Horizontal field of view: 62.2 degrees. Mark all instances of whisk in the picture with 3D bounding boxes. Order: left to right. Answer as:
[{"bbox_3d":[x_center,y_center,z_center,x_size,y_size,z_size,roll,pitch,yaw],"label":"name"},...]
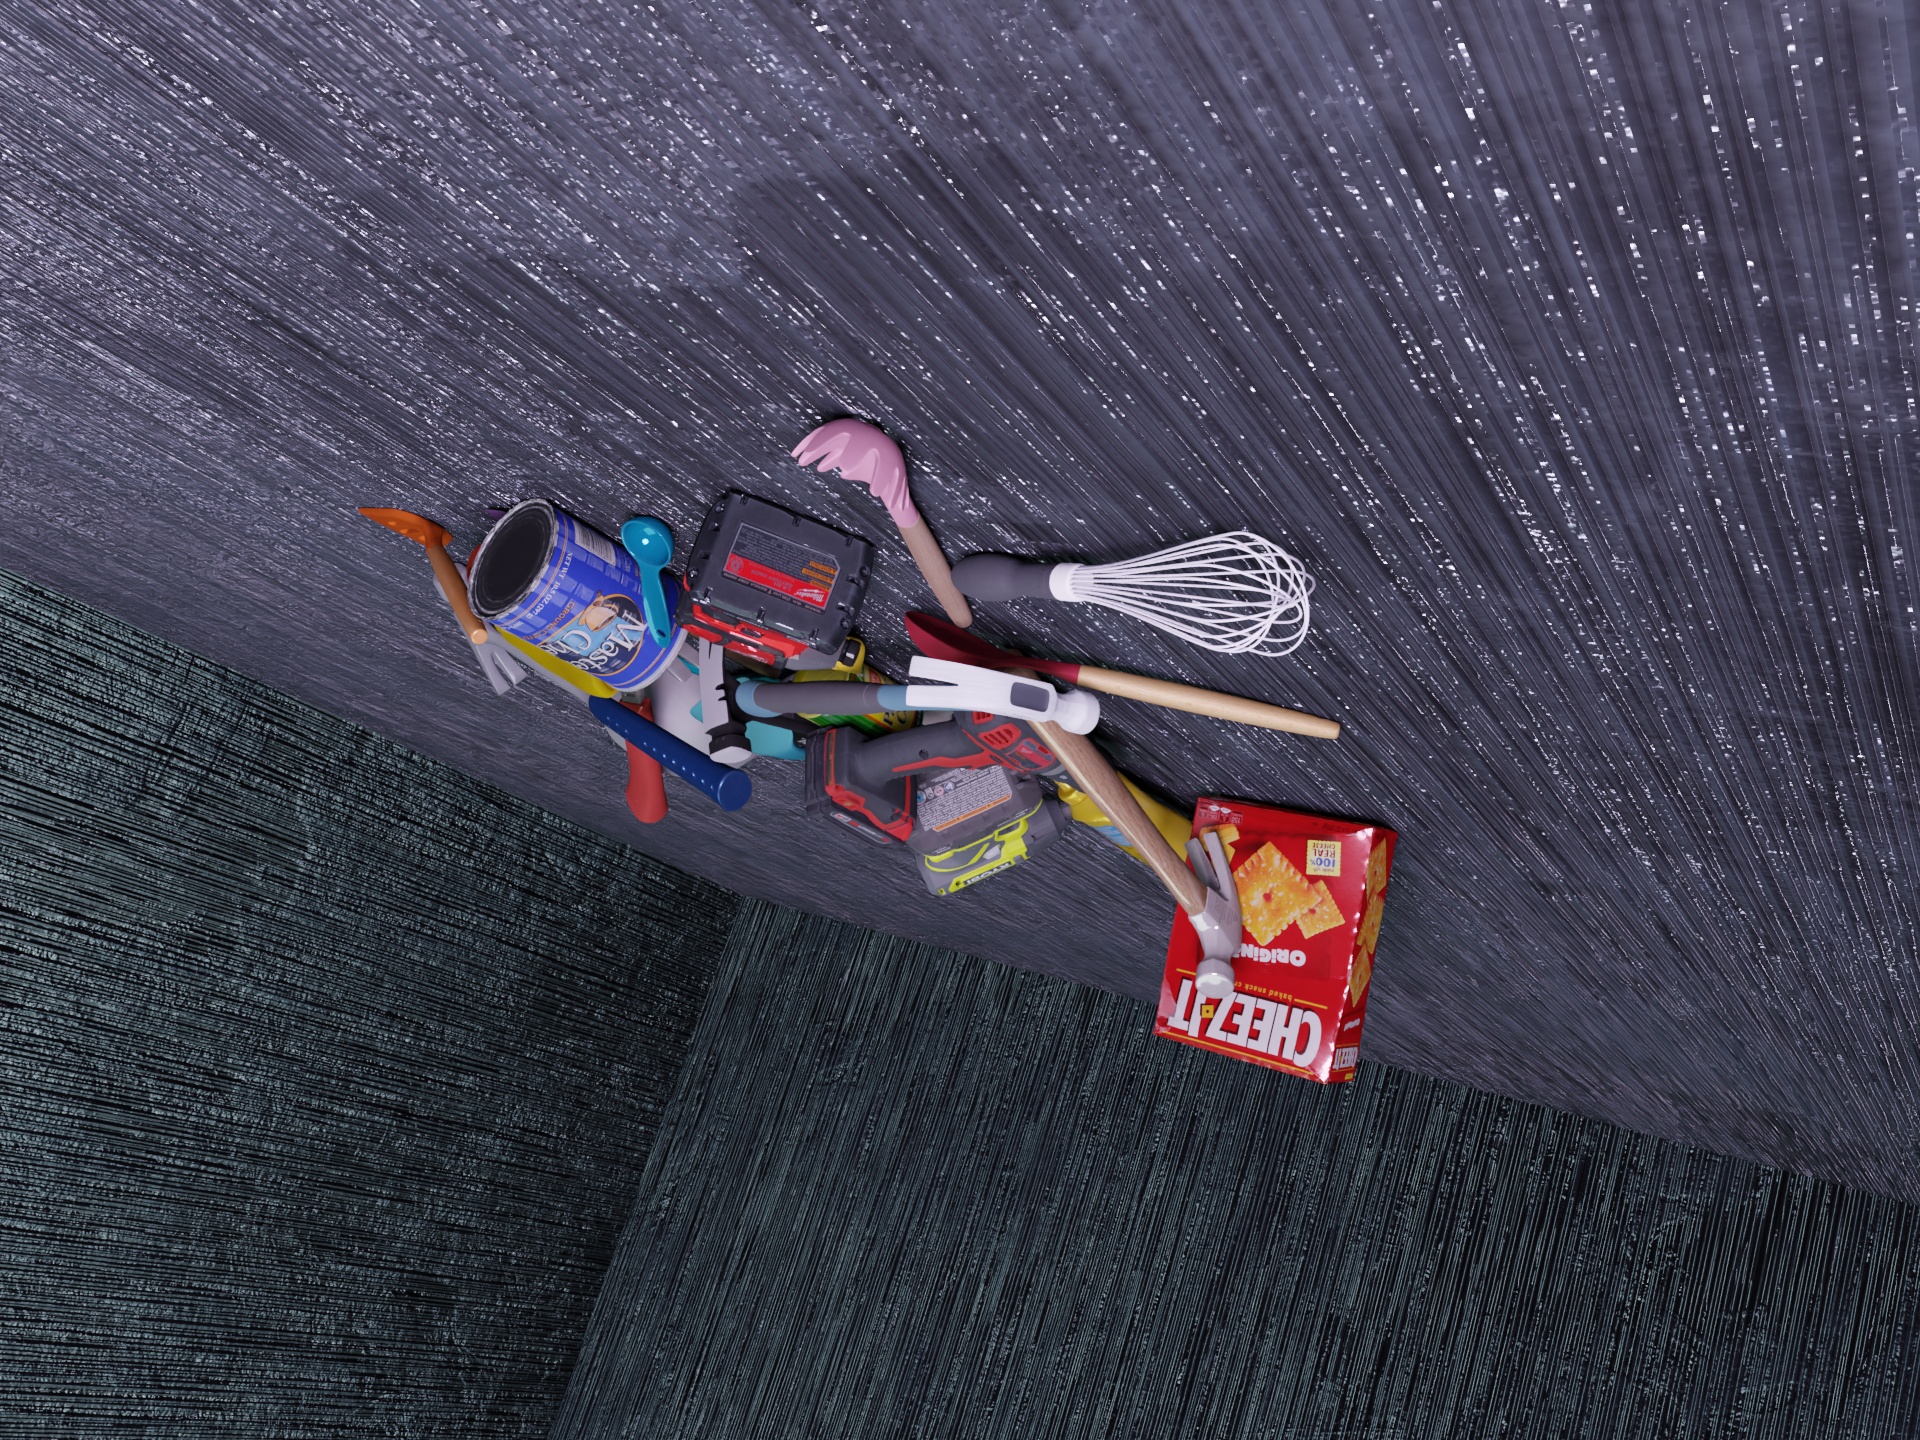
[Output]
[{"bbox_3d":[0.085,-0.079,0.908,0.070,0.070,0.285,29,168,-38],"label":"whisk"}]

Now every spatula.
[{"bbox_3d":[-0.435,-0.123,1.322,0.081,0.041,0.323,28,-171,-36],"label":"spatula"},{"bbox_3d":[-0.268,-0.104,1.363,0.060,0.018,0.315,13,166,46],"label":"spatula"},{"bbox_3d":[-0.104,0.027,1.495,0.082,0.044,0.317,-30,148,36],"label":"spatula"}]

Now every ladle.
[{"bbox_3d":[0.109,-0.028,1.121,0.315,0.031,0.069,13,-166,9],"label":"ladle"}]

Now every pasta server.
[{"bbox_3d":[-0.031,-0.108,0.975,0.060,0.040,0.316,28,171,17],"label":"pasta server"}]

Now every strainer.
[{"bbox_3d":[-0.258,0.002,1.604,0.210,0.095,0.340,27,163,-29],"label":"strainer"}]

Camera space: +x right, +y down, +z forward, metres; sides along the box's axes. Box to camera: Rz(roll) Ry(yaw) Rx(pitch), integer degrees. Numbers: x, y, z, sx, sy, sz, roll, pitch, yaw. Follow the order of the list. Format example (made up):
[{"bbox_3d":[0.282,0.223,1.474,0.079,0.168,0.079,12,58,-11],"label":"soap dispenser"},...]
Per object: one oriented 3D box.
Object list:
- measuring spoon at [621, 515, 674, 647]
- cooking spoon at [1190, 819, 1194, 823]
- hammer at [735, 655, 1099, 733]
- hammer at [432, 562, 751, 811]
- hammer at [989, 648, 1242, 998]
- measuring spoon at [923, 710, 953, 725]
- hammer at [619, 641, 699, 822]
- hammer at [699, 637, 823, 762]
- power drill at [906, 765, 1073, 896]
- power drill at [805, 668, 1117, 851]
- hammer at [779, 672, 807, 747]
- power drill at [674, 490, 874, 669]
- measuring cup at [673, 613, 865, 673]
[{"bbox_3d":[-0.226,-0.105,1.195,0.042,0.021,0.128,20,140,15],"label":"measuring spoon"},{"bbox_3d":[0.218,0.112,1.575,0.068,0.017,0.319,22,167,-6],"label":"cooking spoon"},{"bbox_3d":[-0.058,-0.016,1.181,0.128,0.033,0.331,13,172,-41],"label":"hammer"},{"bbox_3d":[-0.332,-0.016,1.436,0.406,0.035,0.143,29,148,34],"label":"hammer"},{"bbox_3d":[0.127,0.068,1.243,0.031,0.130,0.331,-24,121,31],"label":"hammer"},{"bbox_3d":[-0.002,-0.004,1.400,0.034,0.018,0.124,26,164,-28],"label":"measuring spoon"},{"bbox_3d":[-0.299,0.005,1.508,0.149,0.037,0.358,34,151,14],"label":"hammer"},{"bbox_3d":[-0.104,0.002,1.432,0.034,0.127,0.336,-21,156,32],"label":"hammer"},{"bbox_3d":[0.026,0.096,1.545,0.171,0.080,0.223,-24,160,2],"label":"power drill"},{"bbox_3d":[0.003,0.038,1.320,0.226,0.080,0.187,-20,147,29],"label":"power drill"},{"bbox_3d":[-0.090,0.040,1.581,0.146,0.035,0.334,-27,145,37],"label":"hammer"},{"bbox_3d":[-0.130,-0.084,1.137,0.143,0.078,0.219,21,170,-8],"label":"power drill"},{"bbox_3d":[-0.149,-0.071,1.264,0.156,0.029,0.062,17,-176,-18],"label":"measuring cup"}]
